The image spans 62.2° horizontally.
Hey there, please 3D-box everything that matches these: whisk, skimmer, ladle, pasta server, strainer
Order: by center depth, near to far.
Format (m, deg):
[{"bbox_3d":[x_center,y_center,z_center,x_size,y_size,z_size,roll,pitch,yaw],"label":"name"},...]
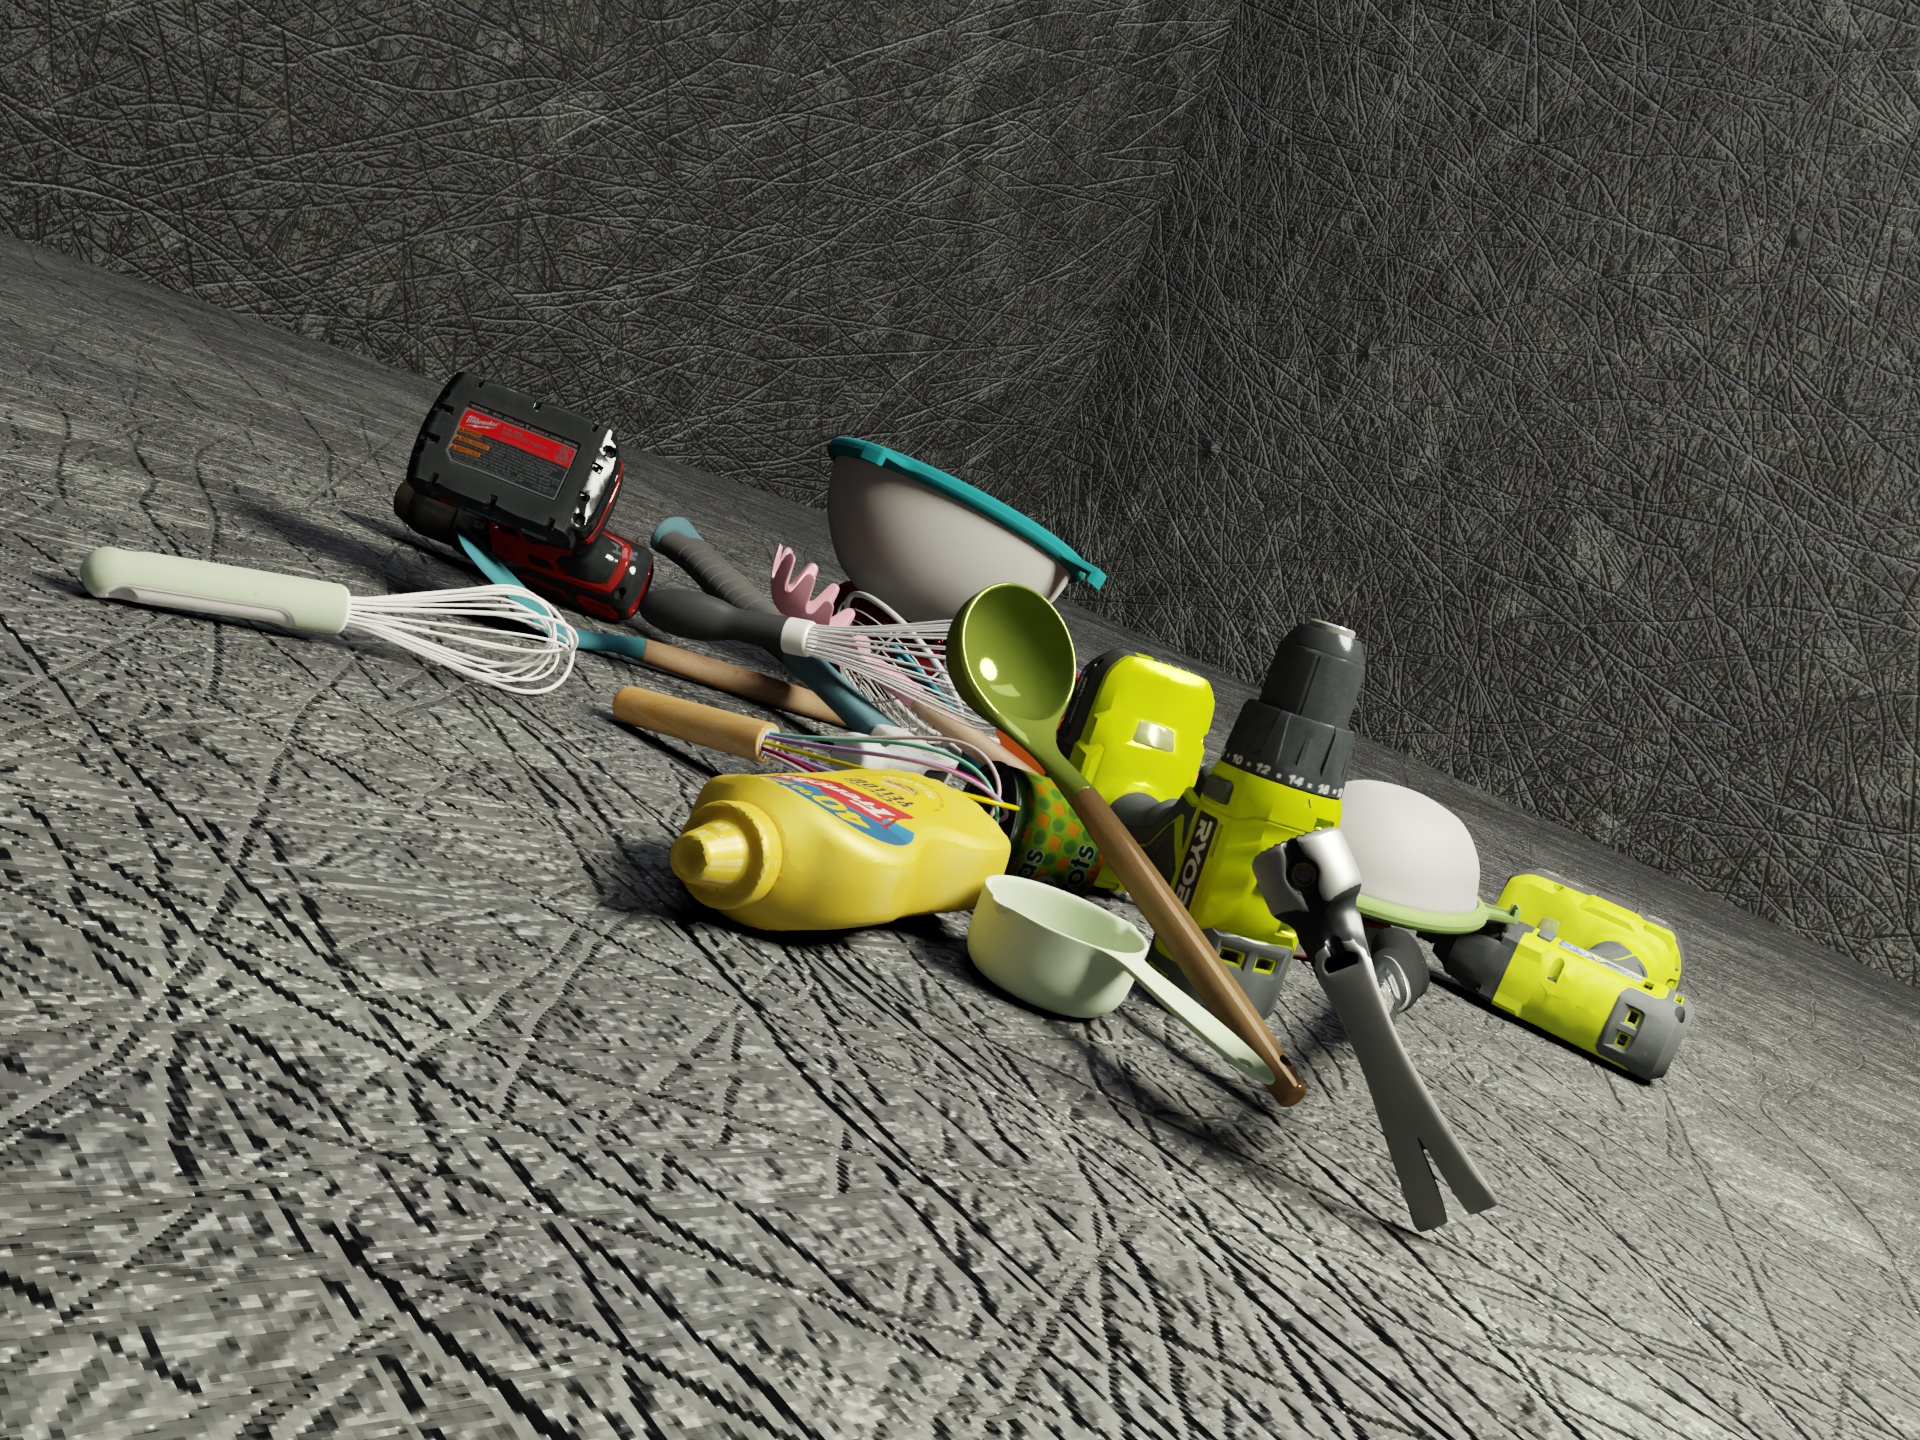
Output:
[{"bbox_3d":[0.076,0.045,0.745,0.078,0.062,0.321,10,33,-36],"label":"ladle"},{"bbox_3d":[-0.300,-0.053,0.788,0.246,0.059,0.058,9,-22,-43],"label":"whisk"},{"bbox_3d":[-0.079,0.019,0.816,0.245,0.051,0.047,14,27,27],"label":"whisk"},{"bbox_3d":[-0.068,-0.043,0.964,0.285,0.070,0.070,12,5,16],"label":"whisk"},{"bbox_3d":[0.229,0.073,0.978,0.256,0.069,0.152,5,16,-41],"label":"strainer"},{"bbox_3d":[-0.002,-0.003,1.002,0.316,0.040,0.060,37,5,9],"label":"pasta server"},{"bbox_3d":[0.057,-0.007,1.215,0.363,0.090,0.127,16,5,-37],"label":"skimmer"},{"bbox_3d":[-0.039,-0.123,1.228,0.211,0.095,0.340,27,-3,-17],"label":"strainer"}]

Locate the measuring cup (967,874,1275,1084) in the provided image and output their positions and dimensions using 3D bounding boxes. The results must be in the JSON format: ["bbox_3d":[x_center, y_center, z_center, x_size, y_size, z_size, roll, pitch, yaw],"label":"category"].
[{"bbox_3d":[0.064,0.116,0.652,0.083,0.038,0.168,15,13,-39],"label":"measuring cup"}]

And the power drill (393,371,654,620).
[{"bbox_3d":[-0.304,-0.146,1.064,0.188,0.080,0.226,21,-14,-2],"label":"power drill"}]

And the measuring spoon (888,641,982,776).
[{"bbox_3d":[-0.015,-0.001,1.076,0.128,0.021,0.042,50,-16,-26],"label":"measuring spoon"}]

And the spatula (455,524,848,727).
[{"bbox_3d":[-0.180,-0.048,1.042,0.317,0.044,0.082,19,11,-27],"label":"spatula"}]

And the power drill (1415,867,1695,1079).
[{"bbox_3d":[0.412,0.164,1.092,0.171,0.080,0.223,26,12,24],"label":"power drill"}]

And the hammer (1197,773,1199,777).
[{"bbox_3d":[0.189,0.057,1.133,0.149,0.037,0.358,-6,-13,43],"label":"hammer"}]

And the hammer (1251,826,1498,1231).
[{"bbox_3d":[0.205,0.131,0.754,0.149,0.036,0.408,69,14,12],"label":"hammer"}]

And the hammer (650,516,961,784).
[{"bbox_3d":[-0.117,-0.050,1.070,0.128,0.033,0.331,14,22,-50],"label":"hammer"}]

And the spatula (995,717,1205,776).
[{"bbox_3d":[0.123,0.024,1.214,0.322,0.041,0.081,2,58,-63],"label":"spatula"}]

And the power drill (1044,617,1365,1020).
[{"bbox_3d":[0.123,0.032,0.824,0.080,0.190,0.229,16,5,-18],"label":"power drill"}]
